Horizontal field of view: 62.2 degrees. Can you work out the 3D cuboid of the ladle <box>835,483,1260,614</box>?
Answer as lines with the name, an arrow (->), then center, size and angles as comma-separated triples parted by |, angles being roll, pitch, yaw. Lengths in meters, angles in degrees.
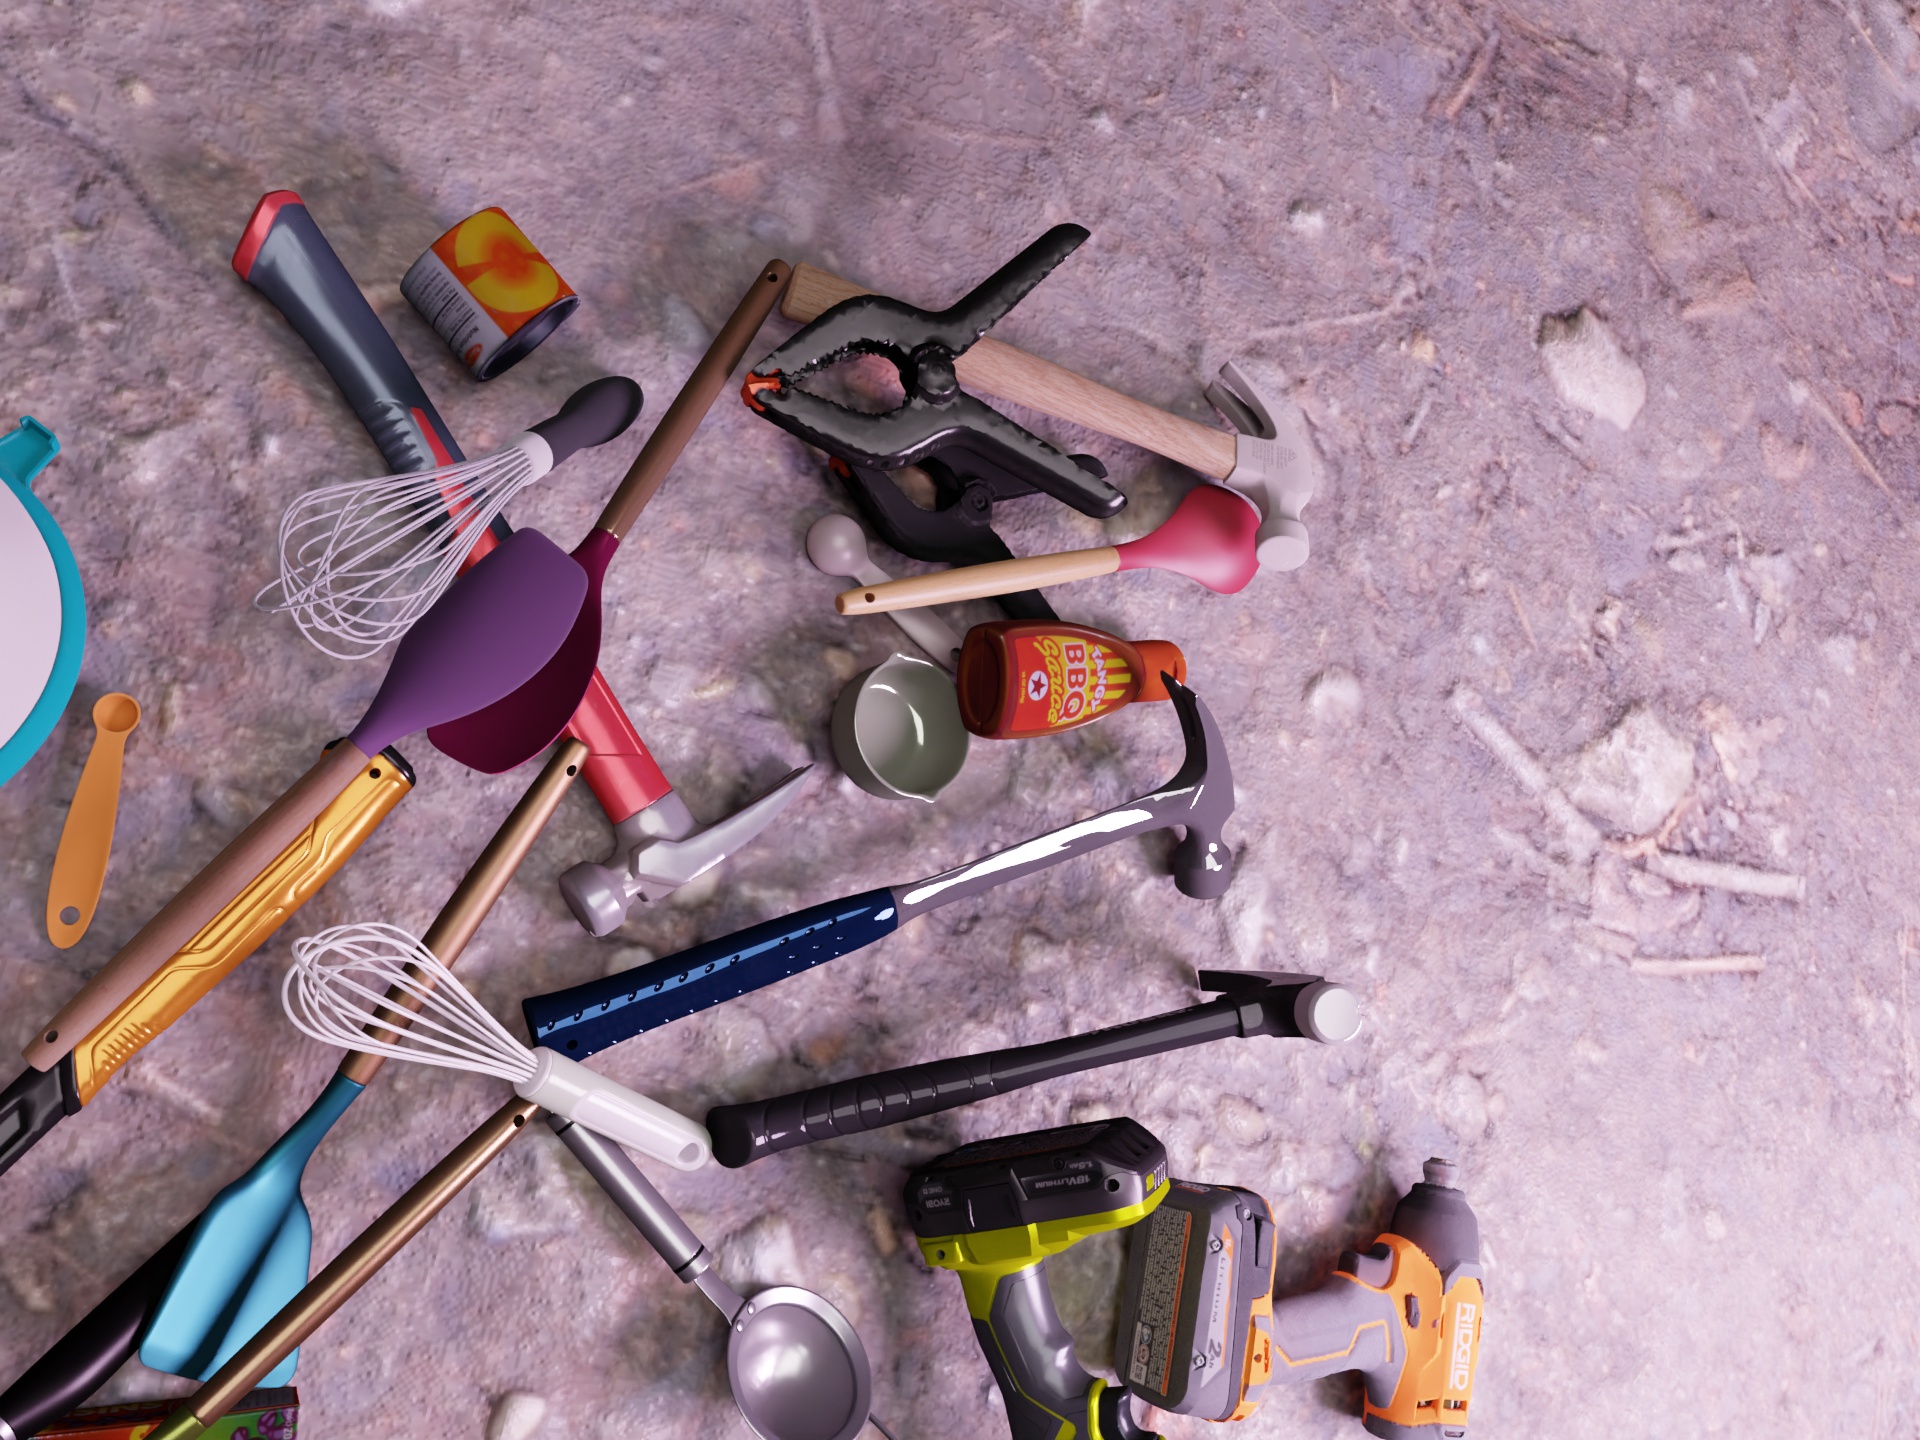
ladle -> 0.065, -0.089, 0.900 | 0.315, 0.031, 0.069 | -13, 88, -34

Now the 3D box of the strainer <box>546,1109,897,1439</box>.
strainer -> -0.128, 0.276, 0.790 | 0.258, 0.050, 0.087 | 51, 31, -4

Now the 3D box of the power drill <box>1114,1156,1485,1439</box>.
power drill -> 0.208, 0.324, 0.913 | 0.226, 0.084, 0.164 | 17, 76, -26

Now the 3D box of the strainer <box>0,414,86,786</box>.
strainer -> -0.453, 0.003, 0.601 | 0.211, 0.095, 0.341 | -4, 67, -24

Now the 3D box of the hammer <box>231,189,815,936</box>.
hammer -> -0.225, -0.092, 0.795 | 0.143, 0.038, 0.386 | -34, 97, -25

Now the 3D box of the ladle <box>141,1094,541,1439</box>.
ladle -> -0.294, 0.275, 0.668 | 0.320, 0.062, 0.078 | -44, 122, -31

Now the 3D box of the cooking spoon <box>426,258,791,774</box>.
cooking spoon -> -0.164, -0.112, 0.796 | 0.069, 0.017, 0.319 | 28, 69, -1

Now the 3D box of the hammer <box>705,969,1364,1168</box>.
hammer -> 0.033, 0.182, 0.844 | 0.334, 0.146, 0.035 | -10, 87, -13

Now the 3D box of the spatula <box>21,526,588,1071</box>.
spatula -> -0.288, 0.033, 0.715 | 0.060, 0.018, 0.316 | 40, 72, 6

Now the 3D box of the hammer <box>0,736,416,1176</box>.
hammer -> -0.367, 0.141, 0.703 | 0.127, 0.034, 0.337 | 45, 68, -12

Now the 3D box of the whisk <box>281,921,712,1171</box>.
whisk -> -0.201, 0.157, 0.726 | 0.058, 0.059, 0.246 | -51, 129, -2

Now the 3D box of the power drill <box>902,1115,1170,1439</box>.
power drill -> 0.072, 0.326, 0.804 | 0.080, 0.190, 0.228 | 1, 74, -68

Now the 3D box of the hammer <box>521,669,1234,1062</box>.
hammer -> -0.028, 0.090, 0.840 | 0.405, 0.035, 0.144 | -18, 122, -21

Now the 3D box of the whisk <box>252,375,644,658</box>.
whisk -> -0.217, -0.109, 0.726 | 0.070, 0.070, 0.285 | 49, 31, -11

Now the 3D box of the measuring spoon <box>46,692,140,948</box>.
measuring spoon -> -0.392, 0.045, 0.720 | 0.021, 0.011, 0.117 | 12, 82, -19

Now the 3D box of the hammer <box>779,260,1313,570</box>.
hammer -> 0.056, -0.193, 0.922 | 0.331, 0.031, 0.130 | 18, 53, -15

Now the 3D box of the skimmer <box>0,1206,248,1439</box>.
skimmer -> -0.426, 0.291, 0.577 | 0.090, 0.127, 0.363 | 33, 37, 6

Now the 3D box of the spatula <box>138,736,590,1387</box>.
spatula -> -0.256, 0.146, 0.728 | 0.317, 0.044, 0.082 | -58, 140, -11

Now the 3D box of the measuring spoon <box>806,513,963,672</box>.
measuring spoon -> -0.034, -0.069, 0.888 | 0.124, 0.018, 0.034 | 42, 69, -14

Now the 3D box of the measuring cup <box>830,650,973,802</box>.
measuring cup -> -0.001, -0.003, 0.890 | 0.167, 0.038, 0.083 | -15, 90, -40
